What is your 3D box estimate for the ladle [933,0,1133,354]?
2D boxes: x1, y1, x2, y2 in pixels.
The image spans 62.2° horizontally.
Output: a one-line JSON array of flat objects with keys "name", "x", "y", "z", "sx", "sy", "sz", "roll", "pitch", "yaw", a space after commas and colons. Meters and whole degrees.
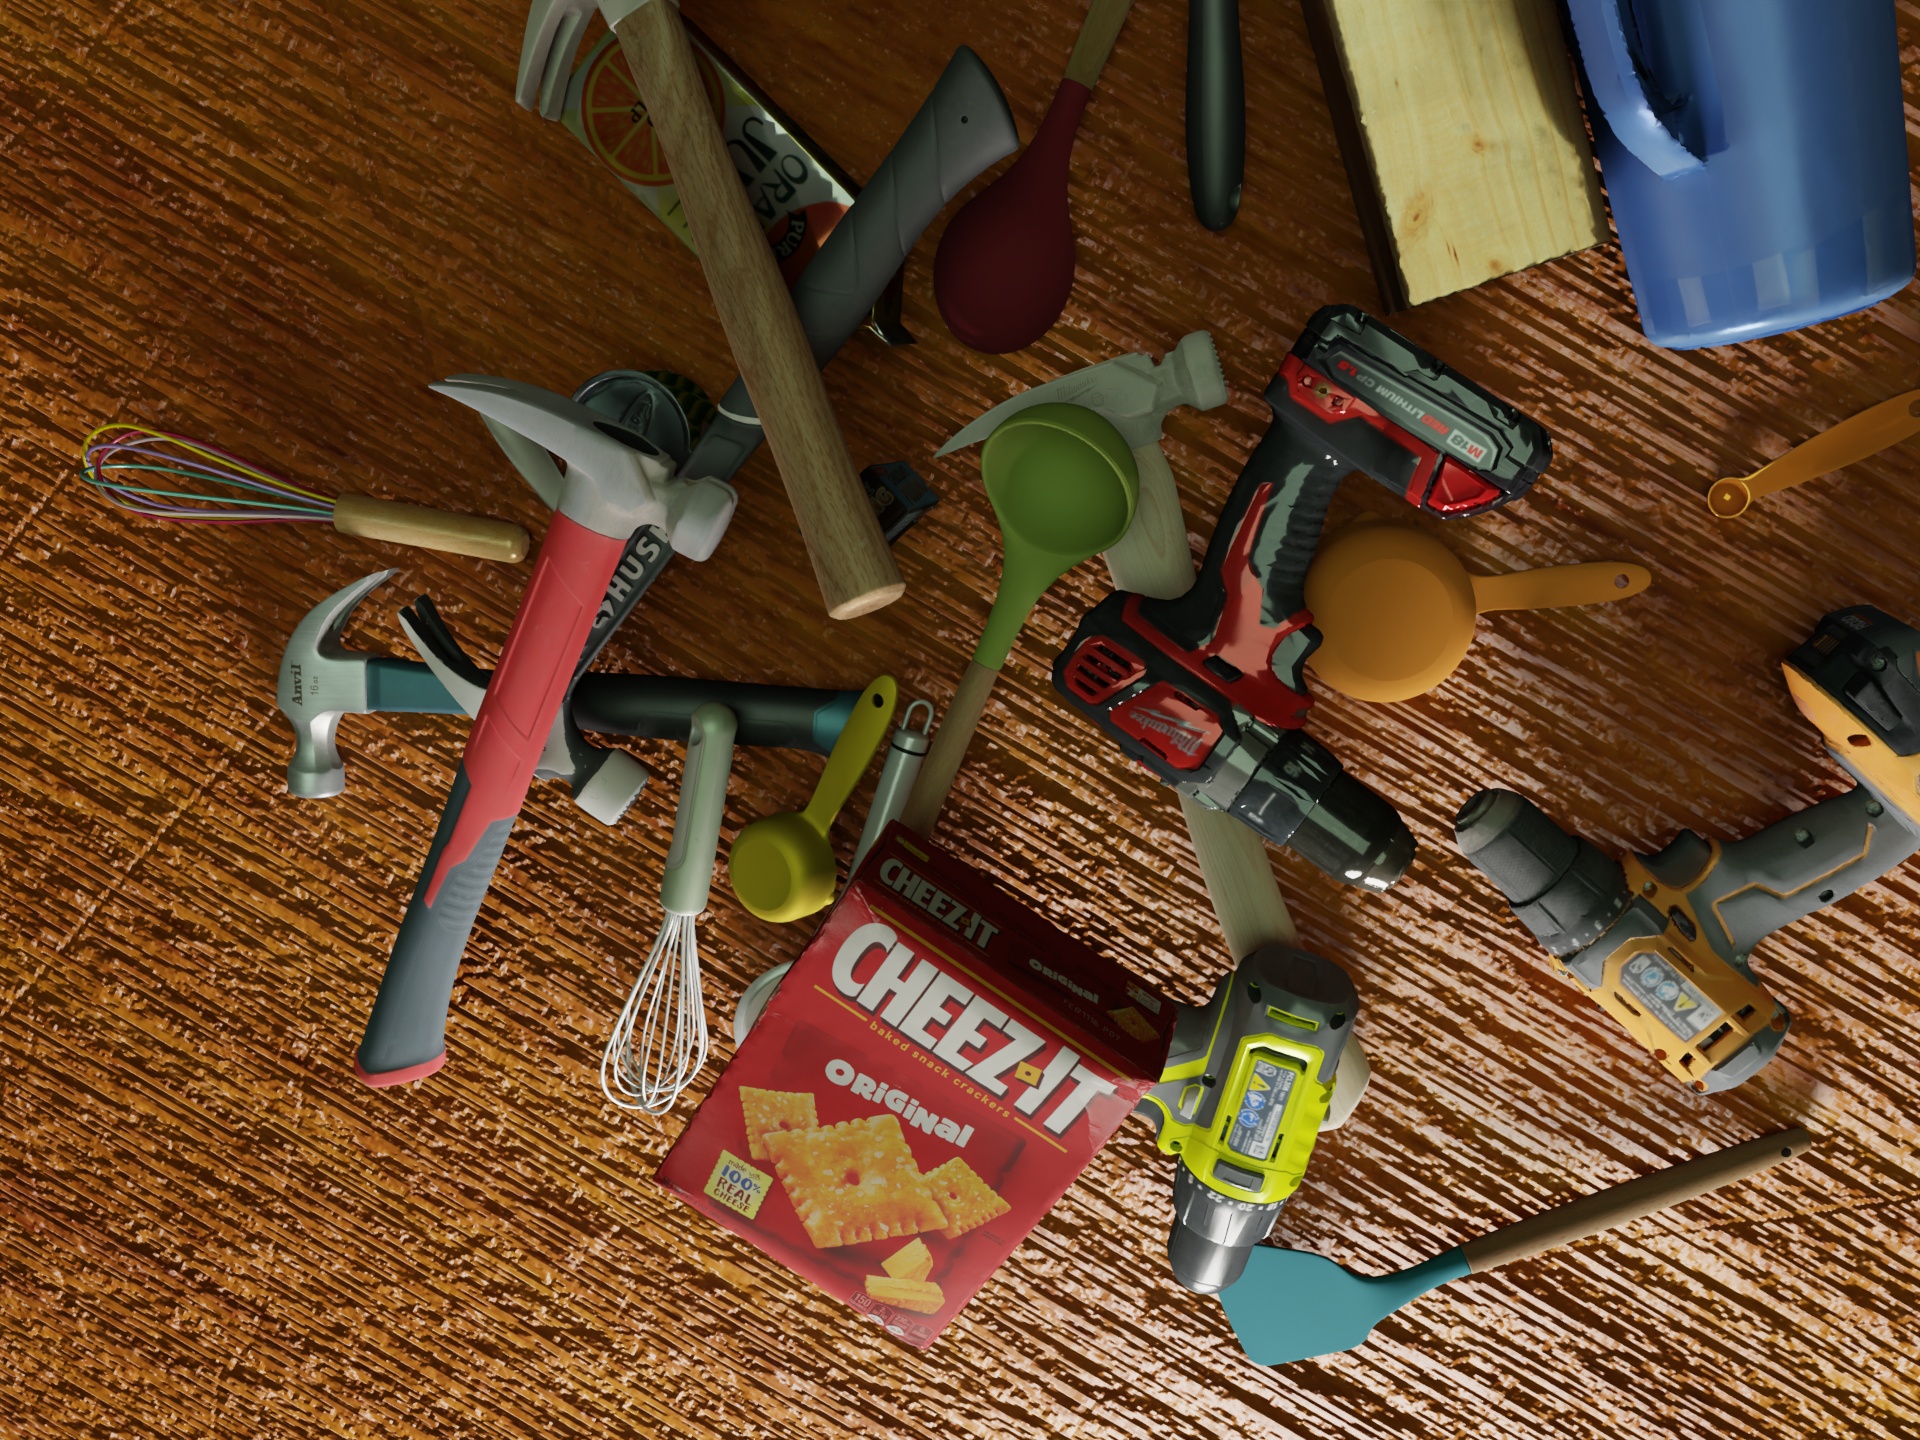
[{"name": "ladle", "x": 0.067, "y": -0.324, "z": 0.749, "sx": 0.069, "sy": 0.031, "sz": 0.315, "roll": 24, "pitch": 103, "yaw": 1}]

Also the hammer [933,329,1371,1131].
[{"name": "hammer", "x": 0.115, "y": 0.023, "z": 0.811, "sx": 0.146, "sy": 0.038, "sz": 0.410, "roll": -16, "pitch": 100, "yaw": 12}]

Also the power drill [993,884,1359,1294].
[{"name": "power drill", "x": 0.070, "y": 0.184, "z": 0.816, "sx": 0.228, "sy": 0.080, "sz": 0.190, "roll": 18, "pitch": 112, "yaw": 10}]

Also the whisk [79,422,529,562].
[{"name": "whisk", "x": -0.350, "y": -0.117, "z": 0.843, "sx": 0.245, "sy": 0.051, "sz": 0.047, "roll": 11, "pitch": 98, "yaw": 2}]

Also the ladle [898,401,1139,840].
[{"name": "ladle", "x": -0.001, "y": -0.002, "z": 0.774, "sx": 0.078, "sy": 0.062, "sz": 0.320, "roll": 27, "pitch": 107, "yaw": 11}]

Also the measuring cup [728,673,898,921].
[{"name": "measuring cup", "x": -0.074, "y": 0.040, "z": 0.809, "sx": 0.062, "sy": 0.029, "sz": 0.156, "roll": 41, "pitch": 120, "yaw": 20}]

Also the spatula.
[{"name": "spatula", "x": 0.291, "y": 0.271, "z": 0.848, "sx": 0.317, "sy": 0.044, "sz": 0.082, "roll": -22, "pitch": 98, "yaw": 7}]

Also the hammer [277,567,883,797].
[{"name": "hammer", "x": -0.205, "y": -0.009, "z": 0.850, "sx": 0.331, "sy": 0.033, "sz": 0.128, "roll": 5, "pitch": 104, "yaw": 7}]

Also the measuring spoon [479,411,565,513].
[{"name": "measuring spoon", "x": -0.216, "y": -0.129, "z": 0.838, "sx": 0.034, "sy": 0.018, "sz": 0.124, "roll": -36, "pitch": 88, "yaw": 14}]

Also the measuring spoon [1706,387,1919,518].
[{"name": "measuring spoon", "x": 0.409, "y": -0.127, "z": 0.753, "sx": 0.117, "sy": 0.011, "sz": 0.021, "roll": -26, "pitch": 96, "yaw": 9}]

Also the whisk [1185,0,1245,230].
[{"name": "whisk", "x": 0.114, "y": -0.345, "z": 0.718, "sx": 0.055, "sy": 0.055, "sz": 0.238, "roll": -1, "pitch": 113, "yaw": 8}]

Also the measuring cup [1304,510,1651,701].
[{"name": "measuring cup", "x": 0.246, "y": -0.056, "z": 0.766, "sx": 0.173, "sy": 0.052, "sz": 0.095, "roll": -6, "pitch": 101, "yaw": 11}]

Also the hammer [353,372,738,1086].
[{"name": "hammer", "x": -0.245, "y": 0.024, "z": 0.785, "sx": 0.143, "sy": 0.038, "sz": 0.386, "roll": 27, "pitch": 113, "yaw": -2}]

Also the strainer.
[{"name": "strainer", "x": -0.060, "y": 0.109, "z": 0.853, "sx": 0.087, "sy": 0.050, "sz": 0.258, "roll": 16, "pitch": 101, "yaw": -9}]

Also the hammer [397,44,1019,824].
[{"name": "hammer", "x": -0.113, "y": -0.133, "z": 0.743, "sx": 0.149, "sy": 0.036, "sz": 0.409, "roll": 38, "pitch": 112, "yaw": -9}]

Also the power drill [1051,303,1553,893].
[{"name": "power drill", "x": 0.169, "y": -0.049, "z": 0.715, "sx": 0.188, "sy": 0.080, "sz": 0.226, "roll": 37, "pitch": 110, "yaw": 11}]

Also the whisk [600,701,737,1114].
[{"name": "whisk", "x": -0.150, "y": 0.104, "z": 0.845, "sx": 0.059, "sy": 0.058, "sz": 0.246, "roll": 0, "pitch": 113, "yaw": -32}]

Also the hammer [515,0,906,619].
[{"name": "hammer", "x": -0.099, "y": -0.200, "z": 0.683, "sx": 0.130, "sy": 0.031, "sz": 0.331, "roll": -23, "pitch": 84, "yaw": 21}]

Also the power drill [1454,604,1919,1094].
[{"name": "power drill", "x": 0.371, "y": 0.047, "z": 0.761, "sx": 0.185, "sy": 0.084, "sz": 0.226, "roll": 42, "pitch": 109, "yaw": -1}]
